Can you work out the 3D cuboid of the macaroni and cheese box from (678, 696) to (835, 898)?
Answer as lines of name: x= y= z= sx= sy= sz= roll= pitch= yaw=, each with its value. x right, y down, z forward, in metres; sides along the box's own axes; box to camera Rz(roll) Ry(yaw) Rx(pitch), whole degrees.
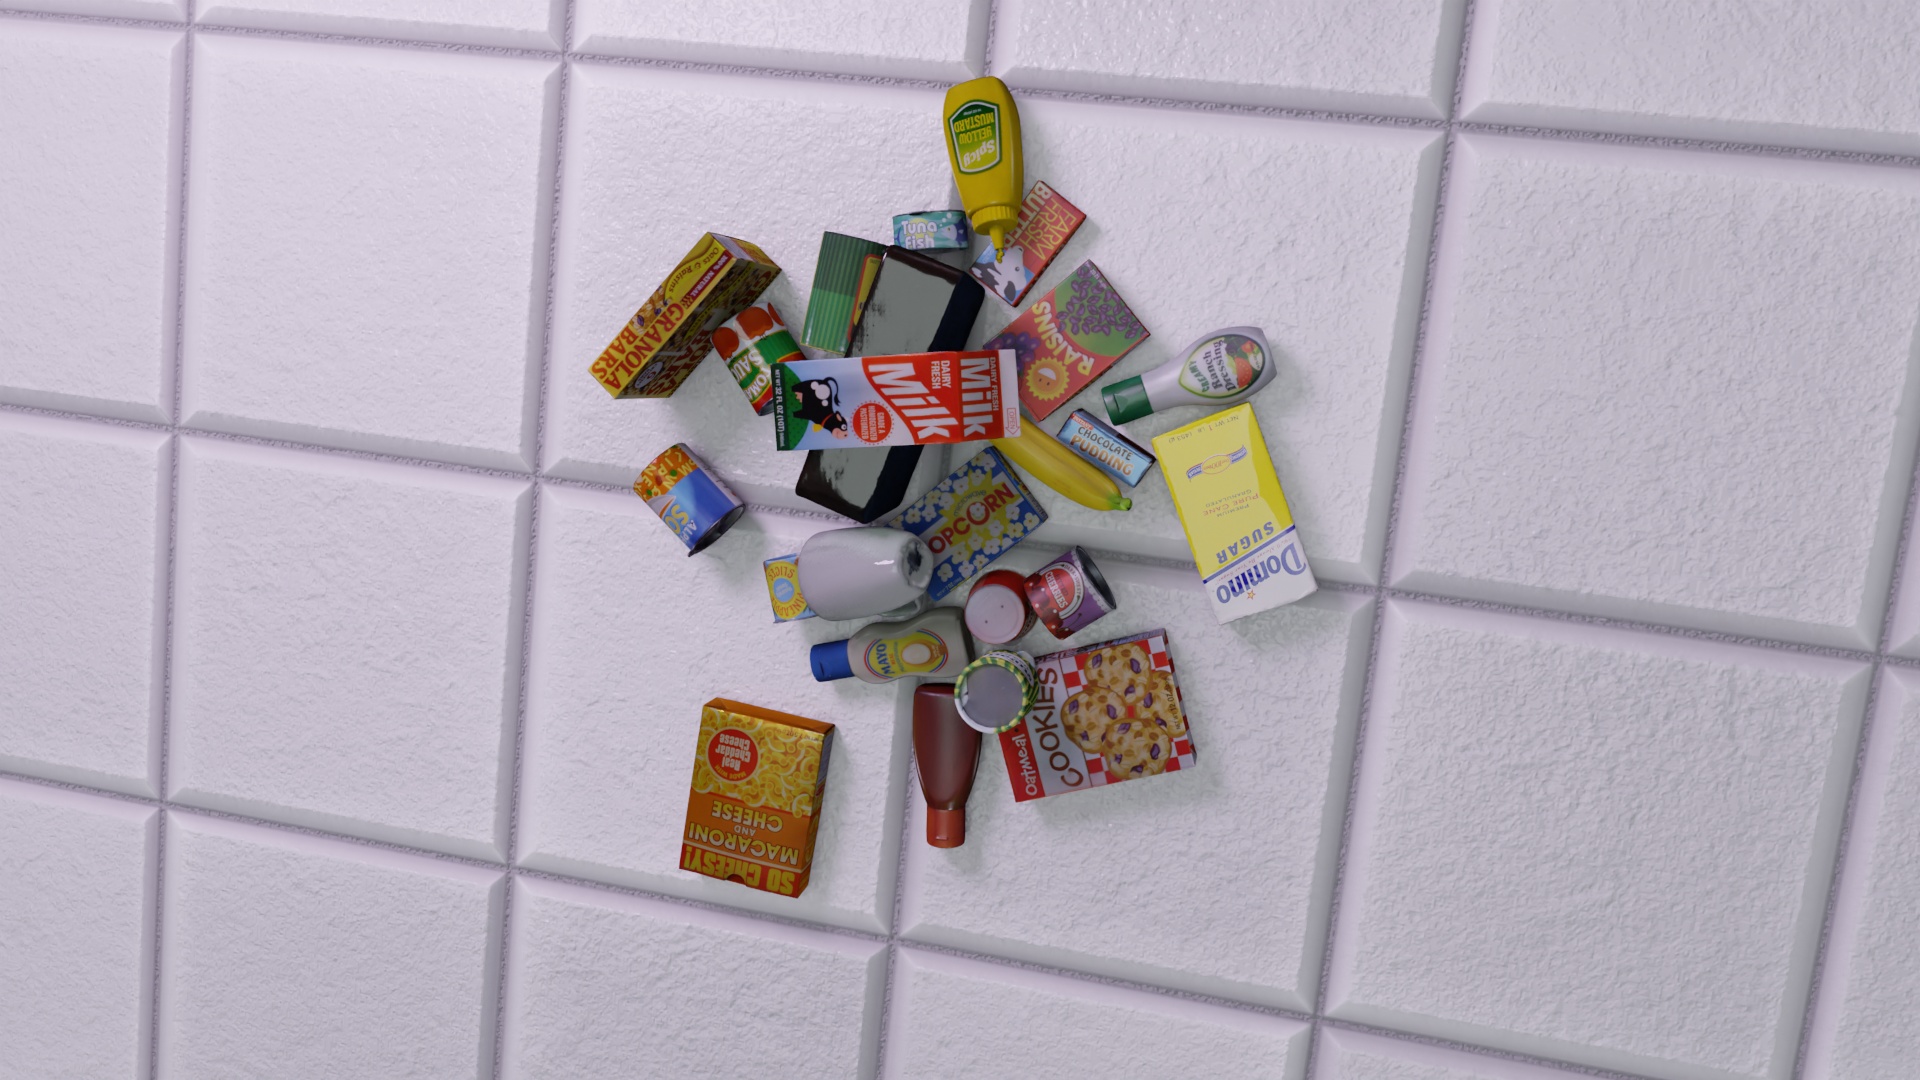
macaroni and cheese box: x=-0.196 y=0.245 z=1.325 sx=0.124 sy=0.040 sz=0.166 roll=11 pitch=98 yaw=10

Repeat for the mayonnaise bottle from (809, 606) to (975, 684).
mayonnaise bottle: x=-0.064 y=0.103 z=1.283 sx=0.148 sy=0.041 sz=0.064 roll=-11 pitch=107 yaw=12

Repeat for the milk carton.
milk carton: x=-0.048 y=-0.112 z=1.107 sx=0.190 sy=0.073 sz=0.072 roll=-3 pitch=97 yaw=9

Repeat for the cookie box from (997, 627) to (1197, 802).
cookie box: x=0.117 y=0.159 z=1.256 sx=0.167 sy=0.040 sz=0.123 roll=-14 pitch=93 yaw=12

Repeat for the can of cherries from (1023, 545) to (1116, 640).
can of cherries: x=0.096 y=0.046 z=1.233 sx=0.058 sy=0.071 sz=0.071 roll=-32 pitch=90 yaw=13

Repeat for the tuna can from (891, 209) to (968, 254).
tuna can: x=-0.027 y=-0.271 z=1.221 sx=0.071 sy=0.071 sz=0.032 roll=-3 pitch=97 yaw=11

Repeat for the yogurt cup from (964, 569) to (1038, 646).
yogurt cup: x=0.035 y=0.063 z=1.255 sx=0.072 sy=0.054 sz=0.072 roll=1 pitch=96 yaw=11

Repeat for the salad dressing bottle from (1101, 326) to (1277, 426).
salad dressing bottle: x=0.197 y=-0.139 z=1.207 sx=0.147 sy=0.044 sz=0.064 roll=-19 pitch=91 yaw=12

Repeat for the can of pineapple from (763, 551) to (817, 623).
can of pineapple: x=-0.145 y=0.041 z=1.278 sx=0.071 sy=0.071 sz=0.058 roll=-11 pitch=94 yaw=12

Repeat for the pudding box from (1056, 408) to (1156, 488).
pudding box: x=0.129 y=-0.082 z=1.223 sx=0.084 sy=0.050 sz=0.030 roll=34 pitch=103 yaw=5

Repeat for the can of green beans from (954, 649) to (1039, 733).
can of green beans: x=0.032 y=0.132 z=1.219 sx=0.071 sy=0.058 sz=0.071 roll=1 pitch=92 yaw=12

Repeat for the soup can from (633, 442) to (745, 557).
soup can: x=-0.254 y=-0.038 z=1.291 sx=0.084 sy=0.071 sz=0.071 roll=45 pitch=102 yaw=3

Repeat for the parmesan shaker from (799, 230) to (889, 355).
parmesan shaker: x=-0.102 y=-0.219 z=1.240 sx=0.071 sy=0.071 sz=0.103 roll=14 pitch=99 yaw=9

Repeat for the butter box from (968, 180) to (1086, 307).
butter box: x=0.060 y=-0.262 z=1.229 sx=0.053 sy=0.024 sz=0.103 roll=40 pitch=102 yaw=5

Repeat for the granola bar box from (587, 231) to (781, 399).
granola bar box: x=-0.244 y=-0.199 z=1.242 sx=0.039 sy=0.124 sz=0.165 roll=45 pitch=102 yaw=3

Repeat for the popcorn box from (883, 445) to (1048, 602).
popcorn box: x=0.004 y=-0.016 z=1.260 sx=0.126 sy=0.038 sz=0.085 roll=-37 pitch=89 yaw=12

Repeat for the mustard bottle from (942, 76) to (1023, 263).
mustard bottle: x=0.025 y=-0.318 z=1.202 sx=0.065 sy=0.049 sz=0.160 roll=-12 pitch=81 yaw=20

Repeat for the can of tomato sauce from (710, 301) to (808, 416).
can of tomato sauce: x=-0.179 y=-0.165 z=1.262 sx=0.071 sy=0.071 sz=0.083 roll=-33 pitch=89 yaw=13

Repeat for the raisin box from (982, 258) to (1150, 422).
raisin box: x=0.093 y=-0.175 z=1.225 sx=0.123 sy=0.040 sz=0.086 roll=-38 pitch=89 yaw=13

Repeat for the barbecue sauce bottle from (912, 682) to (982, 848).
barbecue sauce bottle: x=-0.013 y=0.208 z=1.285 sx=0.065 sy=0.044 sz=0.148 roll=2 pitch=97 yaw=11
